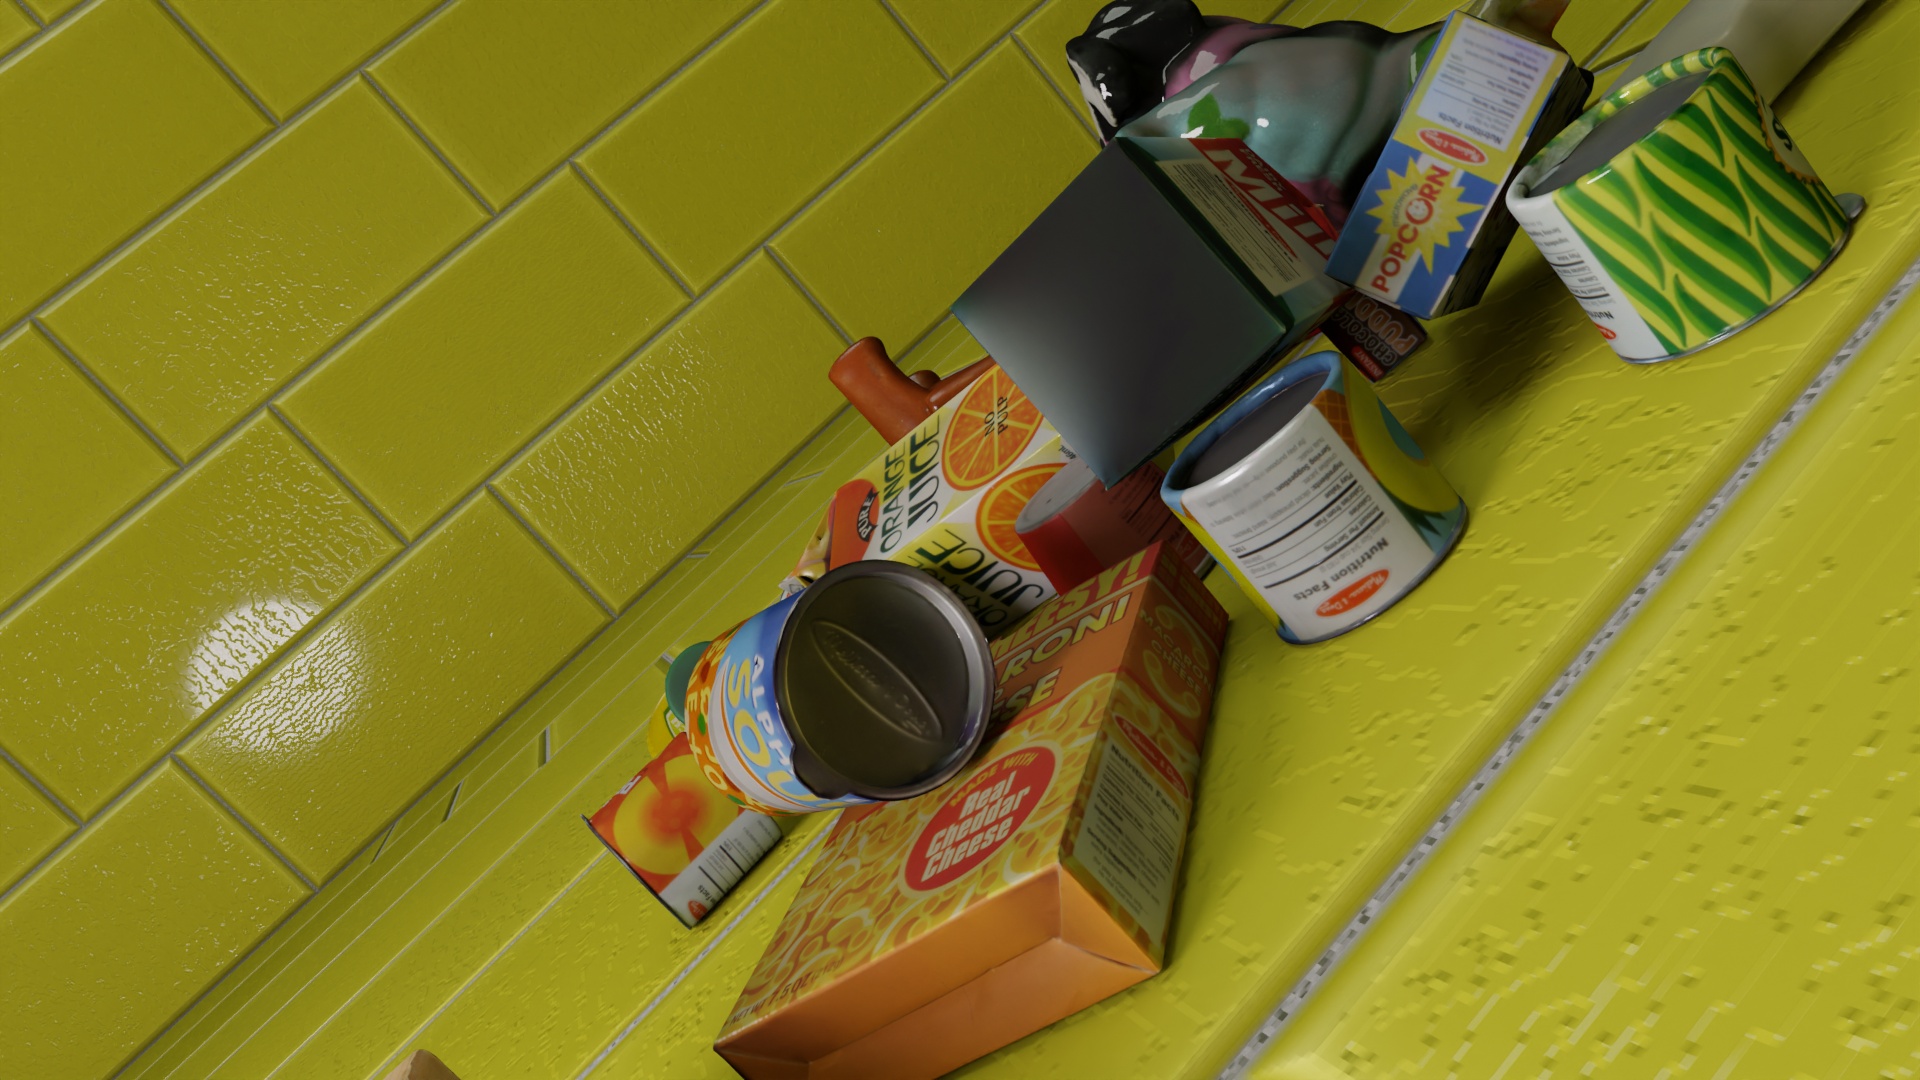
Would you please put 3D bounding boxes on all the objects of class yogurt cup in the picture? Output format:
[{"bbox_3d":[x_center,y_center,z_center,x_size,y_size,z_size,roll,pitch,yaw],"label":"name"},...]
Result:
[{"bbox_3d":[0.058,-0.003,0.527,0.072,0.054,0.072,-40,11,10],"label":"yogurt cup"}]

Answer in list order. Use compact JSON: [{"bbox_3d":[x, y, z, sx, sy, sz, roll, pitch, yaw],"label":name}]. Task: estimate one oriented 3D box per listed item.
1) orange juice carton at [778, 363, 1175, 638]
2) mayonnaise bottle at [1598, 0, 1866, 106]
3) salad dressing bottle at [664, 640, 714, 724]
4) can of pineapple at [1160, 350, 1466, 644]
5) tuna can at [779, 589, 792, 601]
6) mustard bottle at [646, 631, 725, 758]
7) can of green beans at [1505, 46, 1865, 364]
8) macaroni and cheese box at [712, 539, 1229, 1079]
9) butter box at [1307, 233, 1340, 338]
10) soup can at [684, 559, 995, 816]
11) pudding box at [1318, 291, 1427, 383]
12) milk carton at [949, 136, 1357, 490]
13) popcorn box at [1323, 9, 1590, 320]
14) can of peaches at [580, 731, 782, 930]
[{"bbox_3d":[0.002,-0.008,0.632,0.192,0.072,0.073,-35,38,34],"label":"orange juice carton"},{"bbox_3d":[0.261,-0.163,0.484,0.148,0.041,0.064,-45,10,-13],"label":"mayonnaise bottle"},{"bbox_3d":[-0.090,0.073,0.621,0.147,0.044,0.064,55,-138,-76],"label":"salad dressing bottle"},{"bbox_3d":[0.101,-0.013,0.404,0.071,0.058,0.071,-40,10,9],"label":"can of pineapple"},{"bbox_3d":[-0.059,0.041,0.747,0.032,0.071,0.071,-30,16,45],"label":"tuna can"},{"bbox_3d":[-0.148,0.104,0.820,0.159,0.065,0.049,-39,4,45],"label":"mustard bottle"},{"bbox_3d":[0.195,-0.092,0.382,0.071,0.058,0.071,-40,11,9],"label":"can of green beans"},{"bbox_3d":[0.012,0.077,0.406,0.123,0.040,0.167,-35,12,28],"label":"macaroni and cheese box"},{"bbox_3d":[0.174,-0.129,0.700,0.053,0.024,0.104,-28,17,50],"label":"butter box"},{"bbox_3d":[-0.040,0.048,0.411,0.072,0.071,0.083,-48,11,-30],"label":"soup can"},{"bbox_3d":[0.157,-0.099,0.568,0.030,0.049,0.084,-44,10,18],"label":"pudding box"},{"bbox_3d":[0.080,-0.085,0.469,0.072,0.073,0.191,-43,-5,29],"label":"milk carton"},{"bbox_3d":[0.169,-0.122,0.465,0.127,0.038,0.085,-23,-40,-61],"label":"popcorn box"},{"bbox_3d":[-0.122,0.125,0.611,0.058,0.071,0.071,-44,11,-17],"label":"can of peaches"}]
